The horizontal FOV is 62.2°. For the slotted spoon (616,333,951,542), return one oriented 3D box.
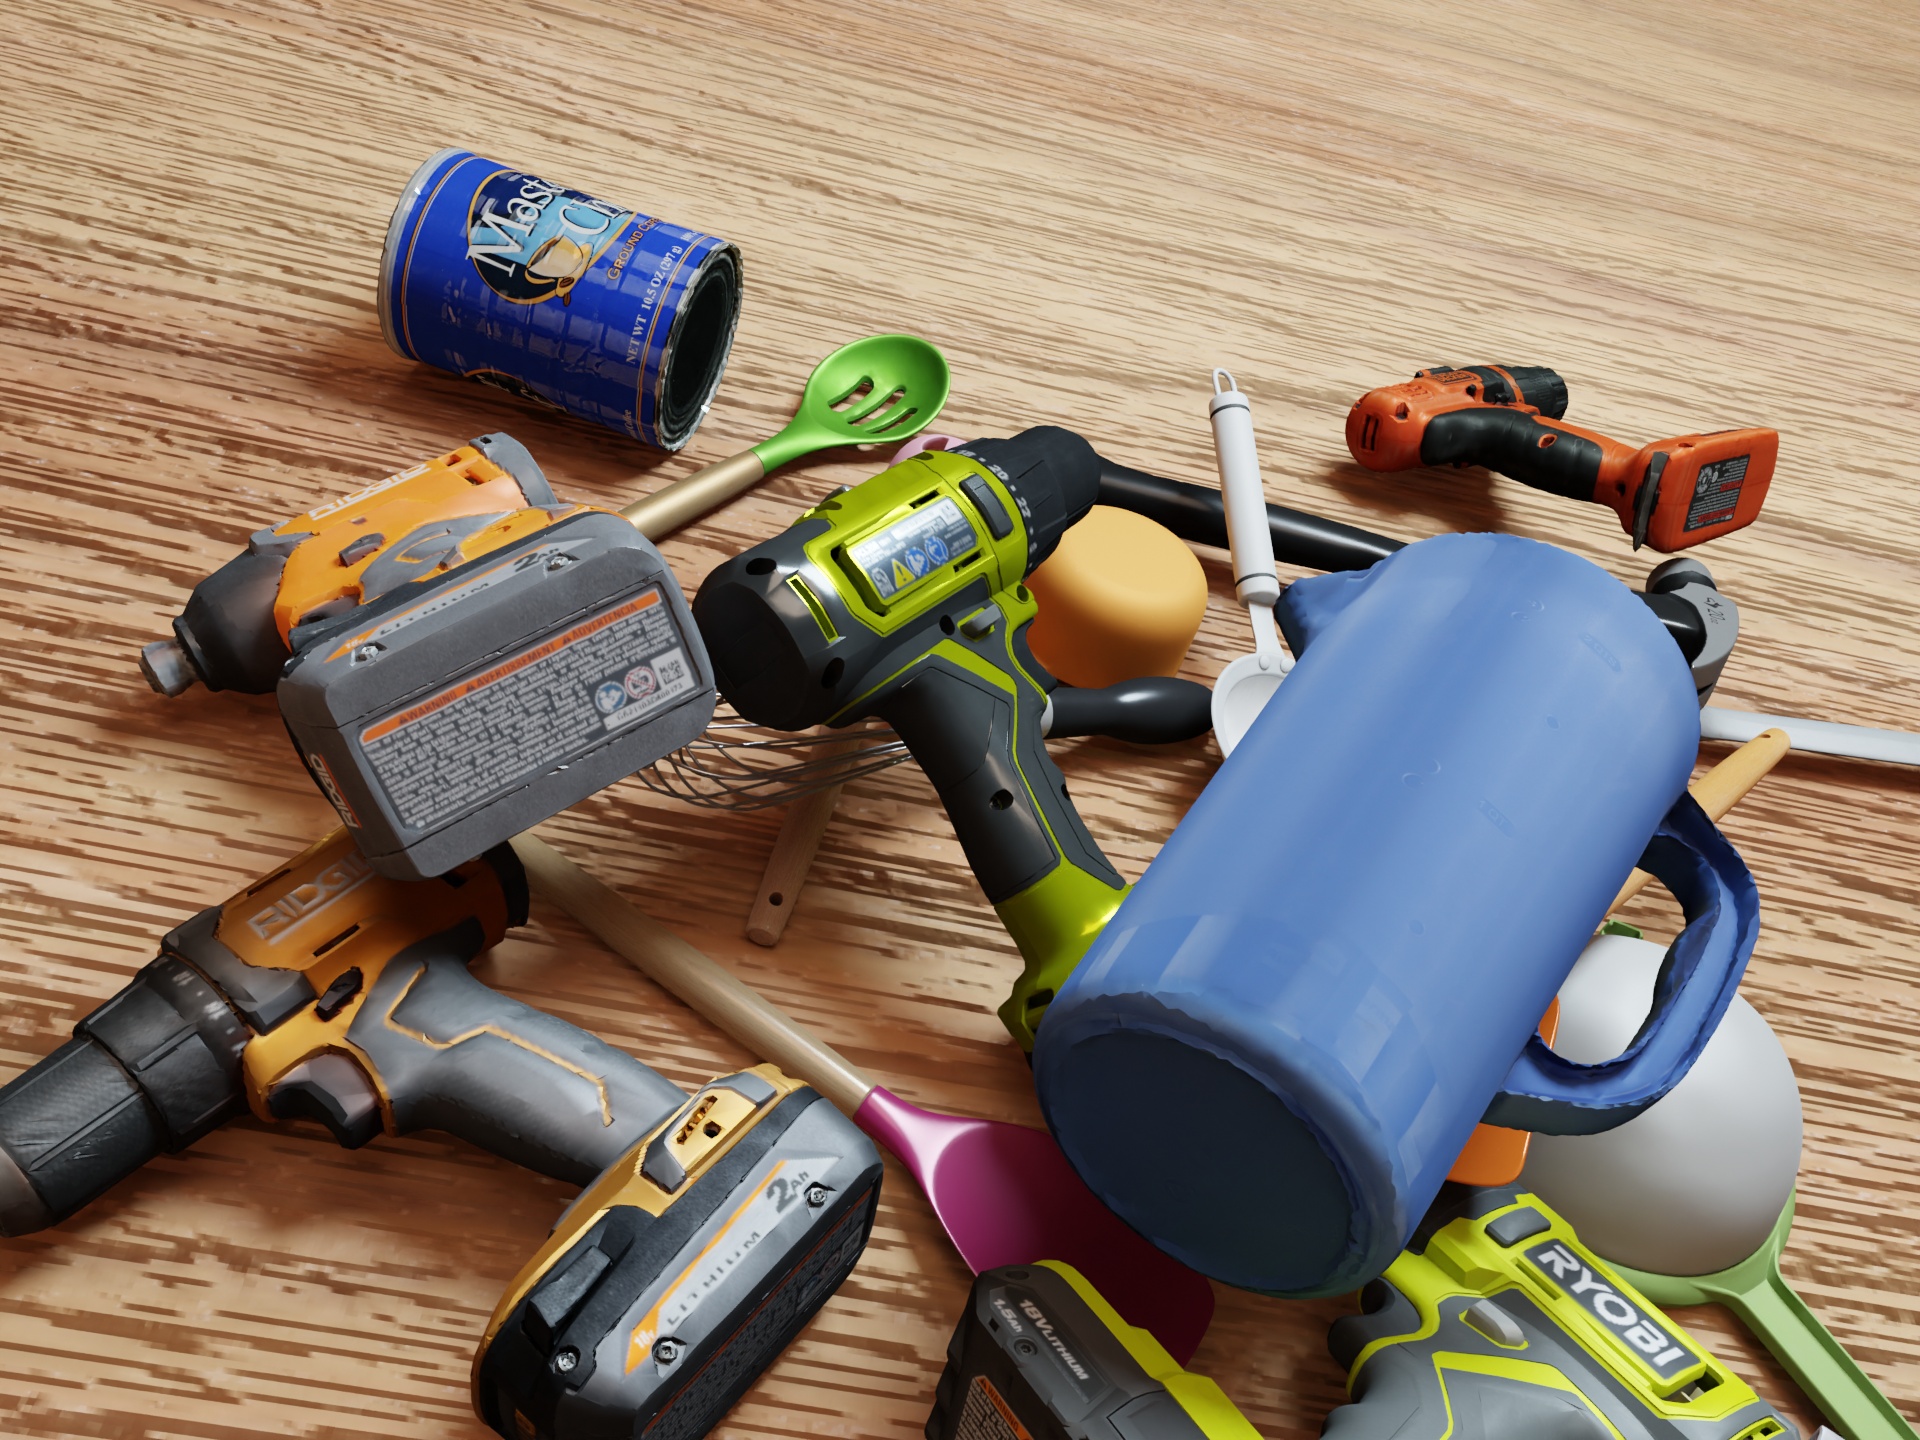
[{"bbox_3d":[-0.118,-0.111,0.748,0.070,0.031,0.314,38,50,20],"label":"slotted spoon"}]

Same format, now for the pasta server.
[{"bbox_3d":[-0.037,-0.029,0.695,0.060,0.040,0.316,18,49,1],"label":"pasta server"}]

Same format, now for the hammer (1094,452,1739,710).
[{"bbox_3d":[0.201,-0.076,0.768,0.335,0.035,0.146,16,30,10],"label":"hammer"}]

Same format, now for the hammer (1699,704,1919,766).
[{"bbox_3d":[0.364,0.005,0.770,0.405,0.035,0.144,7,46,-10],"label":"hammer"}]

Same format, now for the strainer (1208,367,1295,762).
[{"bbox_3d":[0.134,-0.049,0.712,0.086,0.050,0.259,9,64,-28],"label":"strainer"}]

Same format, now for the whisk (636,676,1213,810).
[{"bbox_3d":[-0.002,-0.003,0.637,0.284,0.070,0.070,-2,47,-36],"label":"whisk"}]

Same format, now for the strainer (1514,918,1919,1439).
[{"bbox_3d":[0.278,0.169,0.563,0.151,0.069,0.257,-14,51,-27],"label":"strainer"}]

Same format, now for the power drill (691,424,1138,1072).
[{"bbox_3d":[0.034,0.004,0.576,0.190,0.080,0.228,-35,92,-42],"label":"power drill"}]

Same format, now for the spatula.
[{"bbox_3d":[0.248,0.070,0.605,0.322,0.041,0.081,-25,21,-38],"label":"spatula"}]

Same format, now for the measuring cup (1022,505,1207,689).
[{"bbox_3d":[0.039,-0.048,0.700,0.173,0.052,0.095,-19,55,-40],"label":"measuring cup"}]

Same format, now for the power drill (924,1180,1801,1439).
[{"bbox_3d":[0.108,0.195,0.461,0.223,0.080,0.171,-5,30,-35],"label":"power drill"}]

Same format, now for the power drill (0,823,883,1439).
[{"bbox_3d":[-0.160,0.128,0.471,0.226,0.084,0.185,32,46,21],"label":"power drill"}]

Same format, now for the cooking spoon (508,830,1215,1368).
[{"bbox_3d":[-0.053,0.118,0.553,0.319,0.017,0.069,33,43,15],"label":"cooking spoon"}]

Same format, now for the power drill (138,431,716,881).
[{"bbox_3d":[-0.194,-0.029,0.551,0.164,0.084,0.227,-29,30,-19],"label":"power drill"}]
